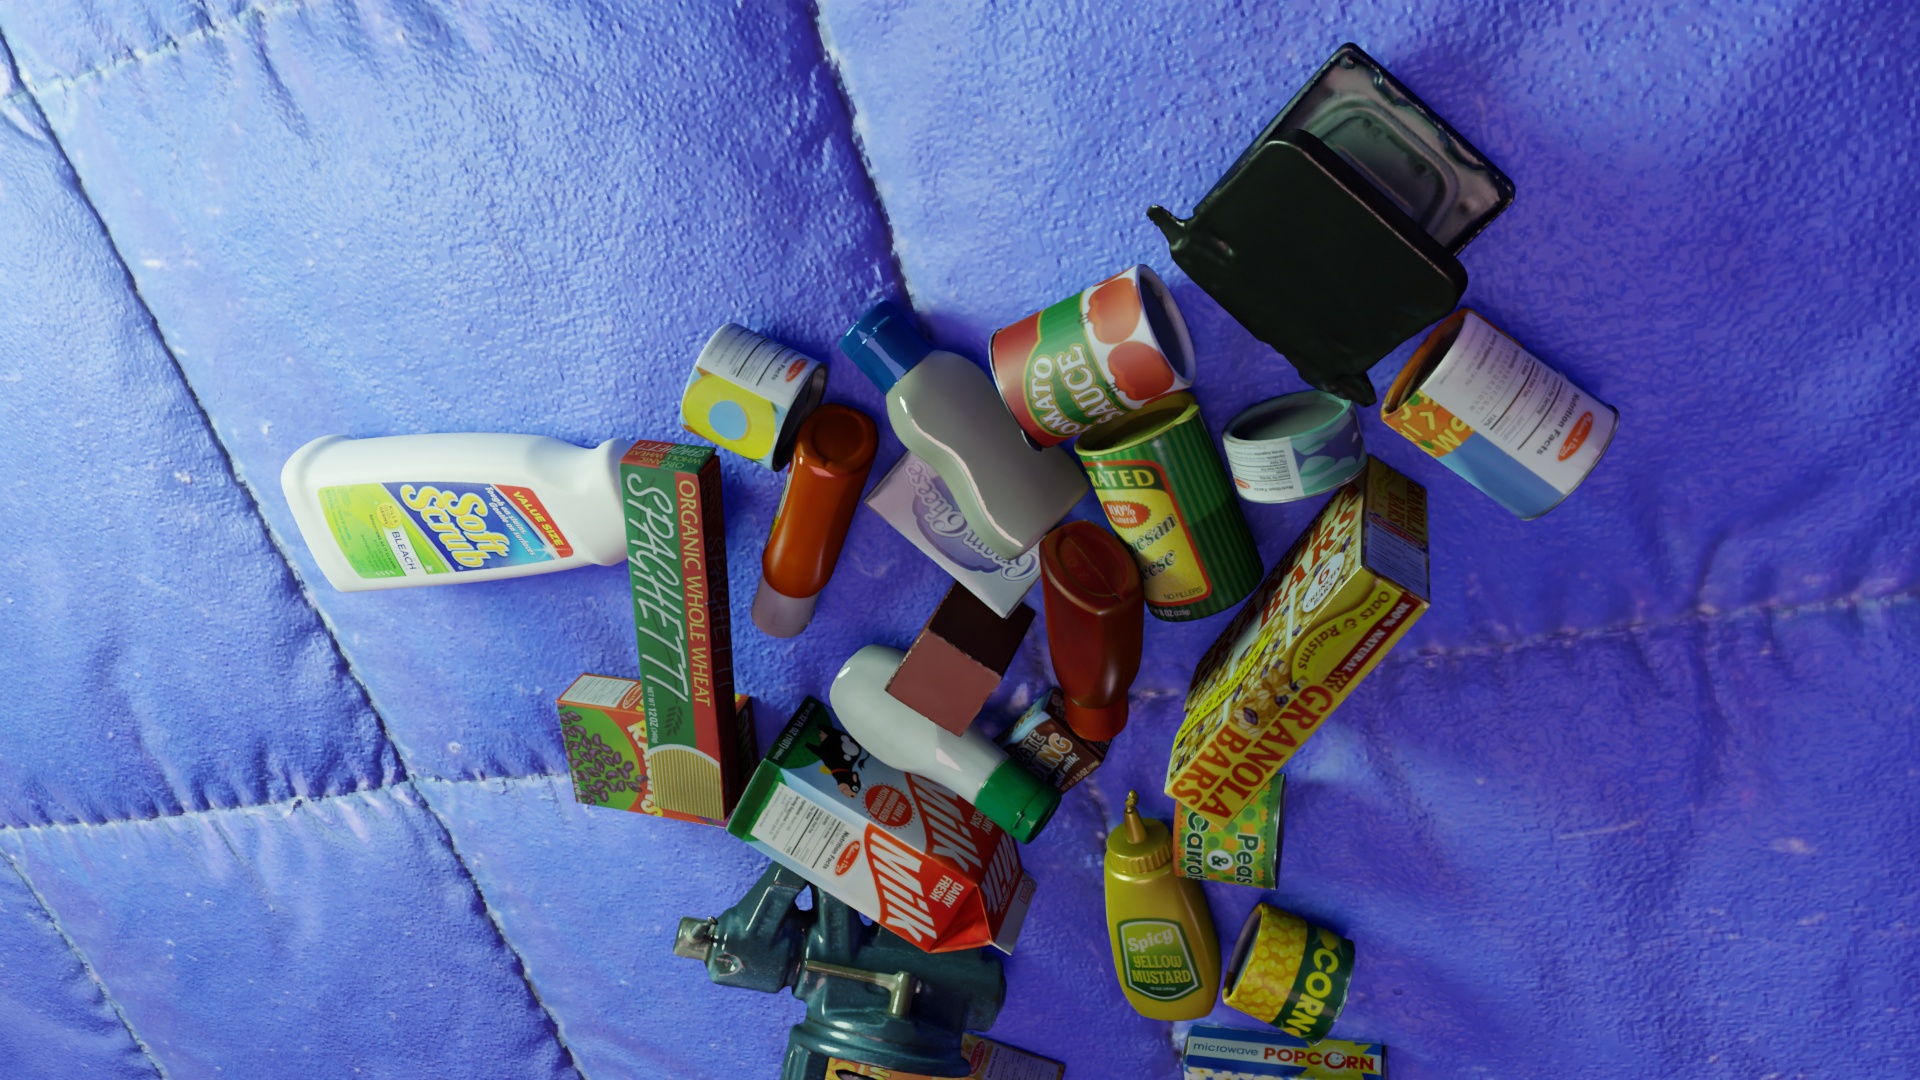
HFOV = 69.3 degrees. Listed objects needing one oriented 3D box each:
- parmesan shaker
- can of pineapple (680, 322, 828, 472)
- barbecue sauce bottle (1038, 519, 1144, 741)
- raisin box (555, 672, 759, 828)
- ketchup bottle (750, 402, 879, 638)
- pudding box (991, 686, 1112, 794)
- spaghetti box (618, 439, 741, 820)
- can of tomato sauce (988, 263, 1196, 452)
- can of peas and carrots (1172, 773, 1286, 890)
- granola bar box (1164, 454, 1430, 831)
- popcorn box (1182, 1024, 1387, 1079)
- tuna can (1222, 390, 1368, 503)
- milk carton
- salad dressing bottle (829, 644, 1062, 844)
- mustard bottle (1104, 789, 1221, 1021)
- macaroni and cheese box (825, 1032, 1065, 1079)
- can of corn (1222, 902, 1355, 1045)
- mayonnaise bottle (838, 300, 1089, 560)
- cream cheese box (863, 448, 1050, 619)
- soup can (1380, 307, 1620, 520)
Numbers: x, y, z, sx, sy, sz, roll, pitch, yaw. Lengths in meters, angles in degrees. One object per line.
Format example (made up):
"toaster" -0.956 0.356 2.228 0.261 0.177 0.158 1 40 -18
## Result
"parmesan shaker" 0.111 -0.017 0.717 0.071 0.072 0.102 -17 110 25
"can of pineapple" -0.113 -0.077 0.761 0.058 0.071 0.070 25 122 4
"barbecue sauce bottle" 0.072 0.057 0.755 0.044 0.065 0.147 -27 143 -14
"raisin box" -0.197 0.138 0.916 0.123 0.040 0.085 6 117 14
"ketchup bottle" -0.087 -0.005 0.795 0.043 0.065 0.148 21 130 -3
"pudding box" 0.045 0.132 0.840 0.049 0.030 0.083 43 121 -5
"spaghetti box" -0.163 0.059 0.819 0.050 0.029 0.248 9 120 12
"can of tomato sauce" 0.067 -0.090 0.693 0.083 0.071 0.071 -22 108 26
"can of peas and carrots" 0.155 0.165 0.798 0.059 0.071 0.070 4 118 17
"granola bar box" 0.169 0.050 0.701 0.039 0.125 0.164 32 122 0
"popcorn box" 0.212 0.364 0.902 0.127 0.038 0.085 0 116 18
"tuna can" 0.167 -0.048 0.687 0.071 0.071 0.032 -11 112 23
"milk carton" -0.041 0.188 0.873 0.190 0.073 0.073 31 122 2
"salad dressing bottle" -0.009 0.120 0.818 0.148 0.044 0.064 36 112 19
"mustard bottle" 0.118 0.221 0.852 0.065 0.049 0.159 -8 114 20
"macaroni and cheese box" -0.019 0.405 0.997 0.166 0.040 0.123 15 120 9
"can of corn" 0.197 0.260 0.834 0.058 0.071 0.070 23 121 6
"mayonnaise bottle" -0.002 -0.062 0.737 0.148 0.065 0.041 47 159 -2
"cream cheese box" 0.003 -0.010 0.773 0.104 0.024 0.053 40 98 -5
"soup can" 0.251 -0.059 0.654 0.084 0.072 0.071 35 122 -1
